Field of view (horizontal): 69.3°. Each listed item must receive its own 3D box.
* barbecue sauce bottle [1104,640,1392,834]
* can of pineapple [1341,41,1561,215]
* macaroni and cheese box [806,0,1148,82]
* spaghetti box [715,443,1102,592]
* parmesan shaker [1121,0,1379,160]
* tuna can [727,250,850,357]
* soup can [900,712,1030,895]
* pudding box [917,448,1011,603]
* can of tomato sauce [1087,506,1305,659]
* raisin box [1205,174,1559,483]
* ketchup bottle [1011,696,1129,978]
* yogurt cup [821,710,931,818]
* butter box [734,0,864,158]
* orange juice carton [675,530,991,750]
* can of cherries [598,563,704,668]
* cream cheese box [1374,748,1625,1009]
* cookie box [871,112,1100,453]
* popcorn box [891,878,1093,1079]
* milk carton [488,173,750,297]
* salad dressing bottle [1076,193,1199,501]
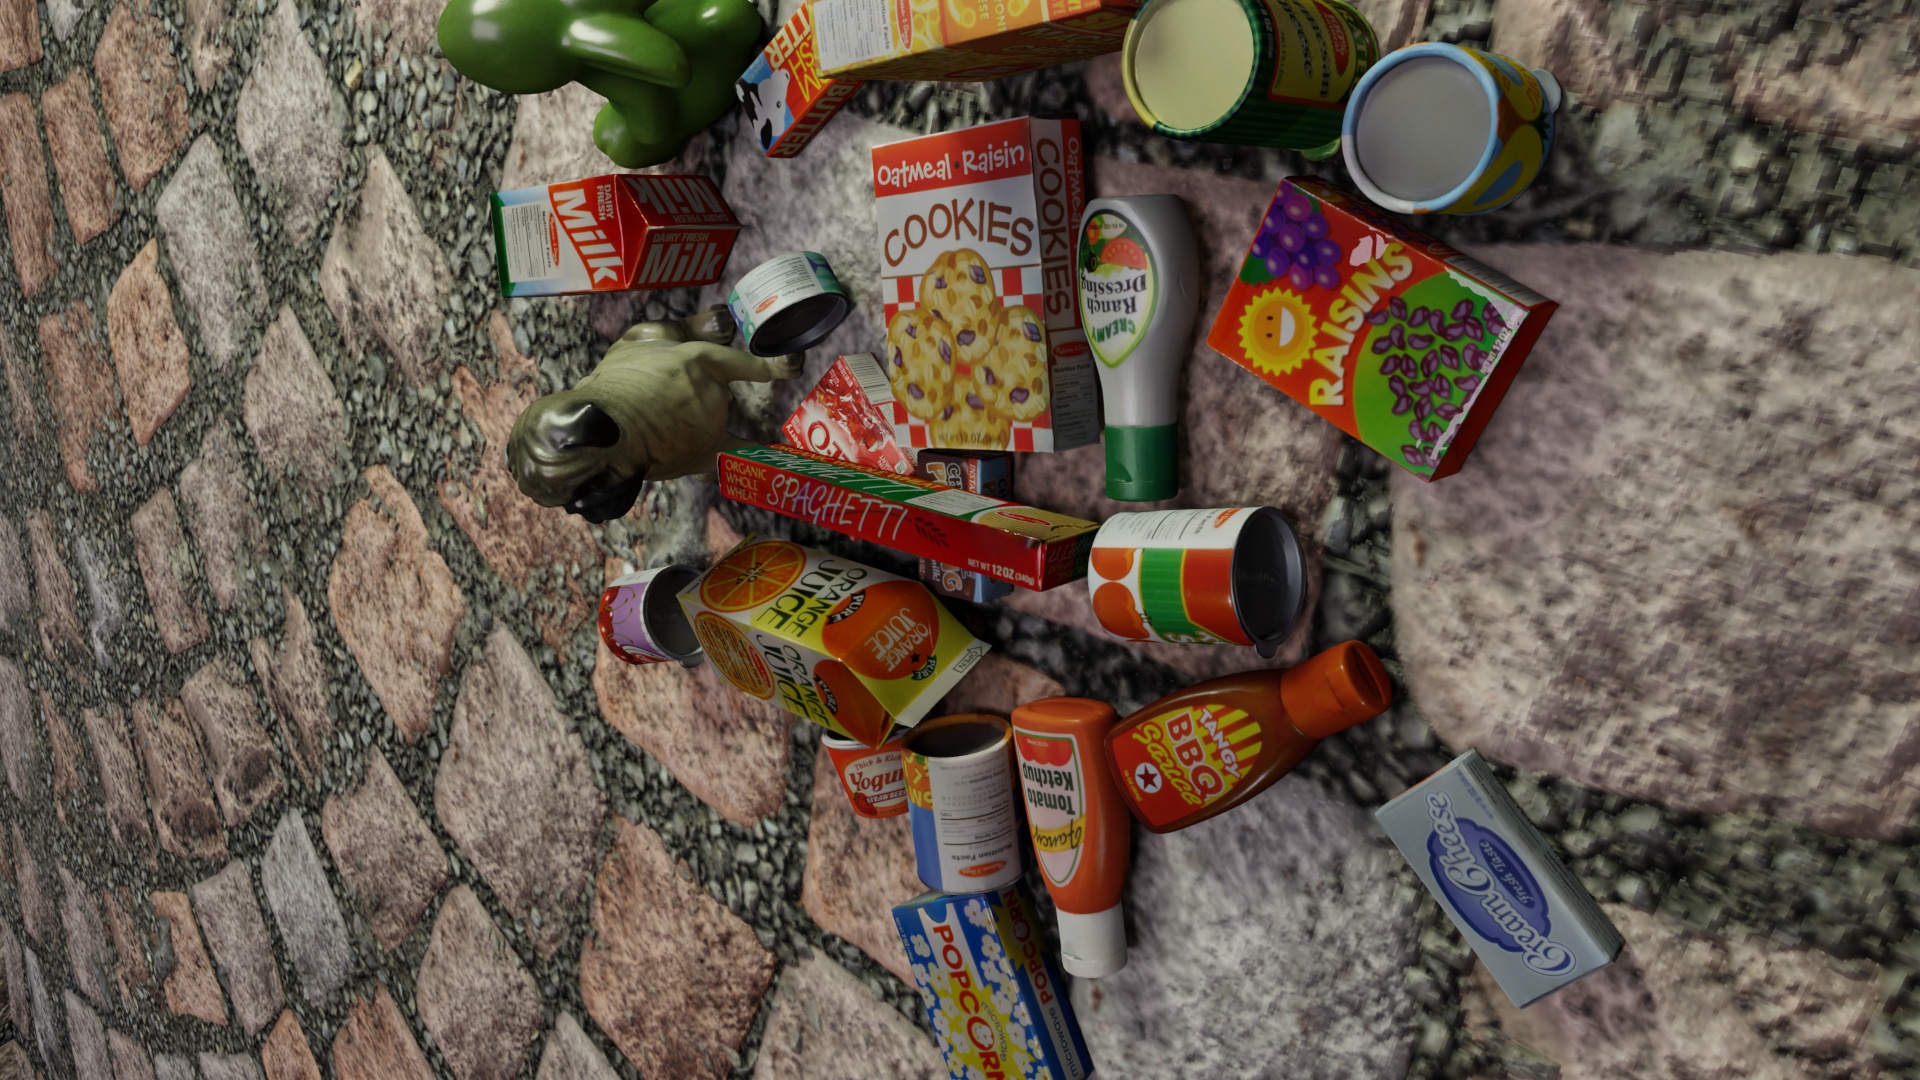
[{"bbox_3d":[0.140,0.093,0.681,0.148,0.044,0.065,-35,77,40],"label":"barbecue sauce bottle"},{"bbox_3d":[0.197,-0.166,0.560,0.071,0.058,0.070,11,107,39],"label":"can of pineapple"},{"bbox_3d":[0.032,-0.245,0.643,0.166,0.124,0.040,4,106,41],"label":"macaroni and cheese box"},{"bbox_3d":[-0.037,-0.018,0.764,0.250,0.050,0.028,16,110,39],"label":"spaghetti box"},{"bbox_3d":[0.124,-0.197,0.586,0.071,0.103,0.071,11,108,39],"label":"parmesan shaker"},{"bbox_3d":[-0.102,-0.140,0.827,0.070,0.071,0.033,-39,73,40],"label":"tuna can"},{"bbox_3d":[0.002,0.148,0.796,0.071,0.071,0.083,7,110,40],"label":"soup can"},{"bbox_3d":[0.003,-0.010,0.787,0.049,0.030,0.083,11,107,39],"label":"pudding box"},{"bbox_3d":[0.114,0.019,0.672,0.083,0.071,0.071,-1,99,42],"label":"can of tomato sauce"},{"bbox_3d":[0.180,-0.094,0.606,0.123,0.040,0.085,38,123,27],"label":"raisin box"},{"bbox_3d":[0.066,0.163,0.763,0.064,0.044,0.148,0,101,50],"label":"ketchup bottle"},{"bbox_3d":[-0.045,0.132,0.841,0.072,0.073,0.054,-4,106,42],"label":"yogurt cup"},{"bbox_3d":[-0.088,-0.274,0.809,0.103,0.024,0.053,-33,77,41],"label":"butter box"},{"bbox_3d":[-0.074,0.061,0.823,0.193,0.072,0.072,15,136,40],"label":"orange juice carton"},{"bbox_3d":[-0.208,0.055,0.962,0.058,0.072,0.071,-10,94,42],"label":"can of cherries"},{"bbox_3d":[0.239,0.150,0.620,0.104,0.024,0.053,56,130,17],"label":"cream cheese box"},{"bbox_3d":[0.012,-0.133,0.738,0.123,0.040,0.167,6,104,46],"label":"cookie box"},{"bbox_3d":[0.018,0.270,0.834,0.085,0.038,0.126,-25,84,43],"label":"popcorn box"},{"bbox_3d":[-0.226,-0.201,0.916,0.190,0.072,0.073,6,104,42],"label":"milk carton"},{"bbox_3d":[0.088,-0.094,0.683,0.064,0.044,0.147,9,106,48],"label":"salad dressing bottle"}]
